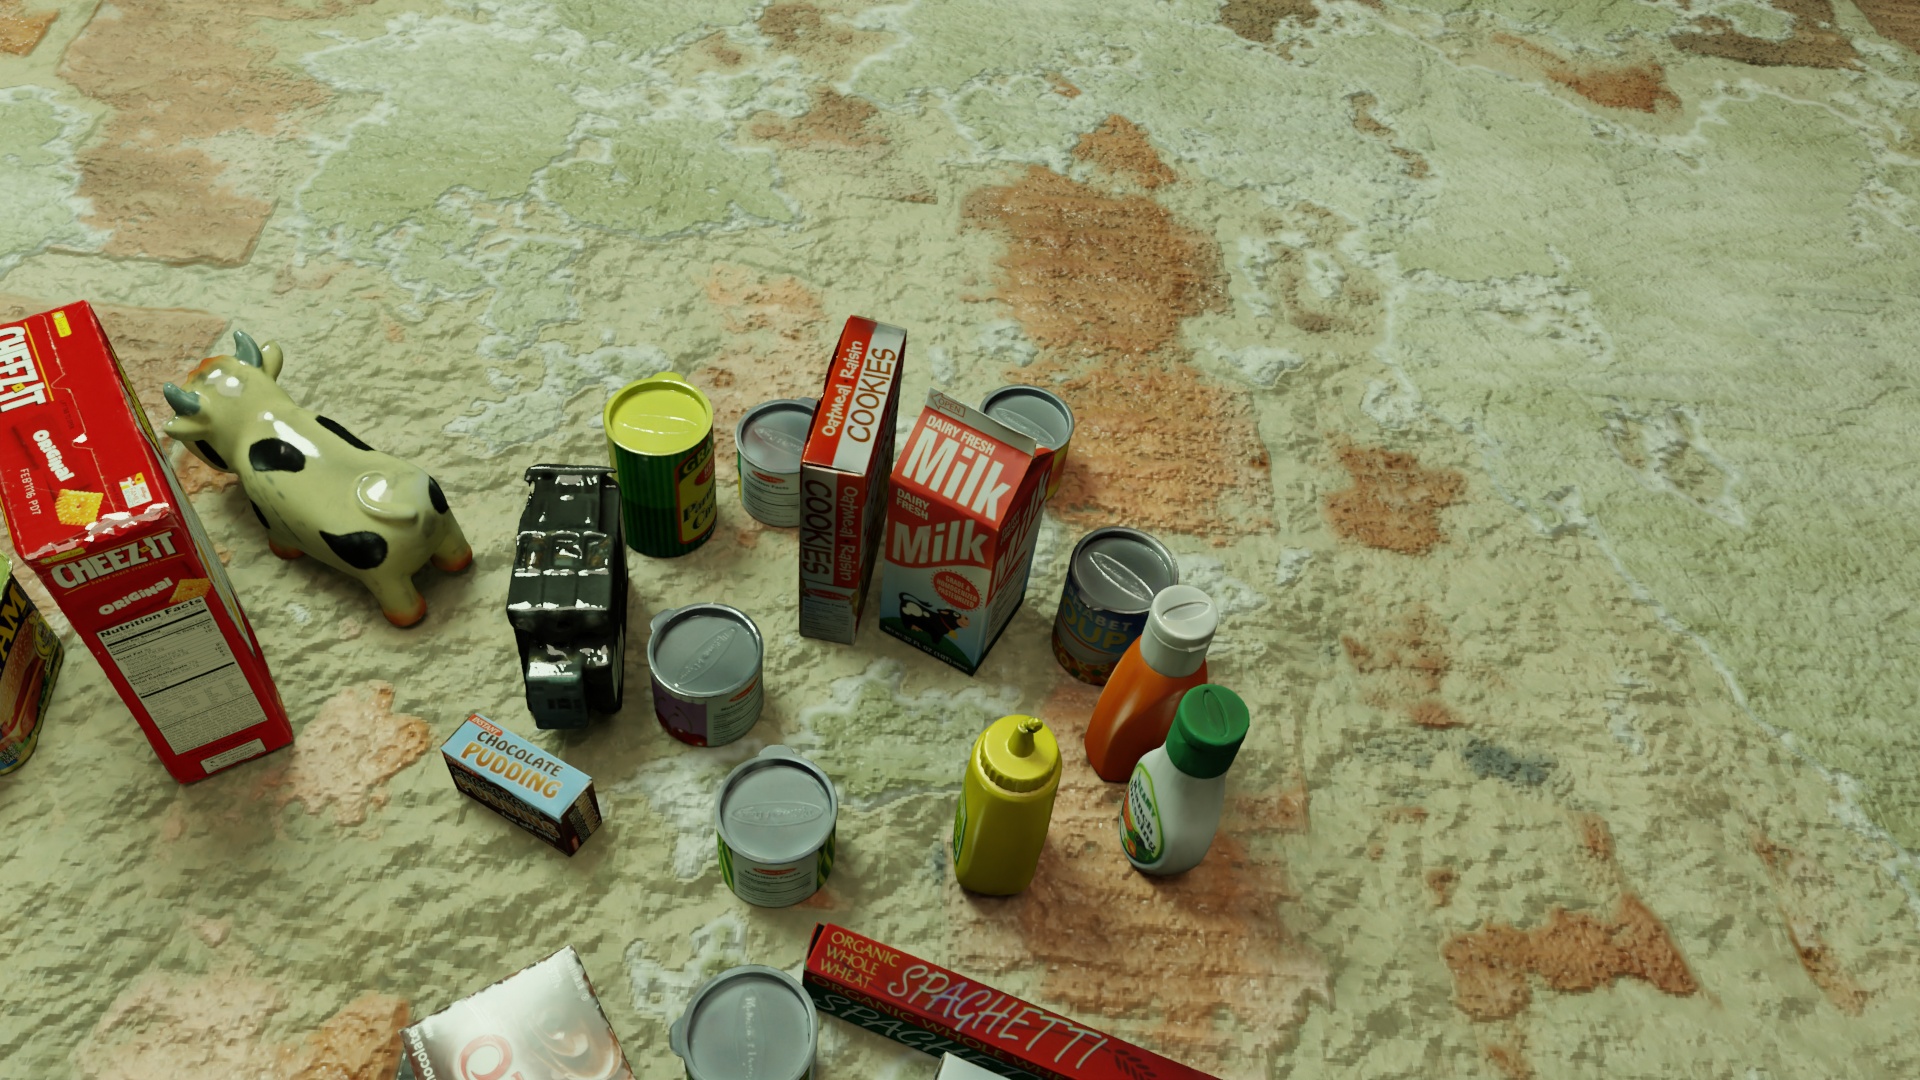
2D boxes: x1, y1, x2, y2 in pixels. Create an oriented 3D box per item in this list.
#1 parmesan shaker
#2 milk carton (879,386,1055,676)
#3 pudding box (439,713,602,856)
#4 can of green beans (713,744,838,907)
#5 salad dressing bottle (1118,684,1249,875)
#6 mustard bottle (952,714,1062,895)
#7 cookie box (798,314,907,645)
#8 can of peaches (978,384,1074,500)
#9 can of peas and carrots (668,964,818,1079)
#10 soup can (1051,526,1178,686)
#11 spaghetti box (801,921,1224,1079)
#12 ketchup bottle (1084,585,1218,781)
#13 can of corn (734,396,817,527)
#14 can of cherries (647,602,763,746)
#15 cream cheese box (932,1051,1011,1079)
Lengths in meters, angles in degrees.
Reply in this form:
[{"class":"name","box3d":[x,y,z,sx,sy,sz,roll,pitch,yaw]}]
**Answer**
[{"class":"parmesan shaker","box3d":[-0.189,-0.047,0.890,0.071,0.102,0.072,4,51,-4]},{"class":"milk carton","box3d":[0.003,-0.010,0.829,0.072,0.189,0.074,27,53,14]},{"class":"pudding box","box3d":[-0.243,0.135,0.771,0.084,0.049,0.030,26,53,13]},{"class":"can of green beans","box3d":[-0.101,0.160,0.764,0.071,0.057,0.071,4,51,-4]},{"class":"salad dressing bottle","box3d":[0.122,0.132,0.758,0.044,0.146,0.064,-5,53,-11]},{"class":"mustard bottle","box3d":[0.025,0.132,0.737,0.049,0.159,0.065,6,51,-3]},{"class":"cookie box","box3d":[-0.069,-0.035,0.854,0.040,0.166,0.123,11,51,1]},{"class":"can of peaches","box3d":[0.040,-0.064,0.962,0.071,0.057,0.071,4,51,-4]},{"class":"can of peas and carrots","box3d":[-0.106,0.253,0.688,0.071,0.058,0.071,4,51,-4]},{"class":"soup can","box3d":[0.093,0.044,0.866,0.071,0.083,0.072,4,51,-4]},{"class":"spaghetti box","box3d":[0.036,0.259,0.707,0.250,0.049,0.029,19,52,8]},{"class":"ketchup bottle","box3d":[0.113,0.084,0.795,0.065,0.148,0.044,-13,54,-17]},{"class":"can of corn","box3d":[-0.116,-0.053,0.933,0.071,0.058,0.071,4,51,-4]},{"class":"can of cherries","box3d":[-0.151,0.078,0.823,0.071,0.058,0.072,4,51,-4]},{"class":"cream cheese box","box3d":[0.033,0.289,0.680,0.104,0.053,0.024,20,52,9]}]
